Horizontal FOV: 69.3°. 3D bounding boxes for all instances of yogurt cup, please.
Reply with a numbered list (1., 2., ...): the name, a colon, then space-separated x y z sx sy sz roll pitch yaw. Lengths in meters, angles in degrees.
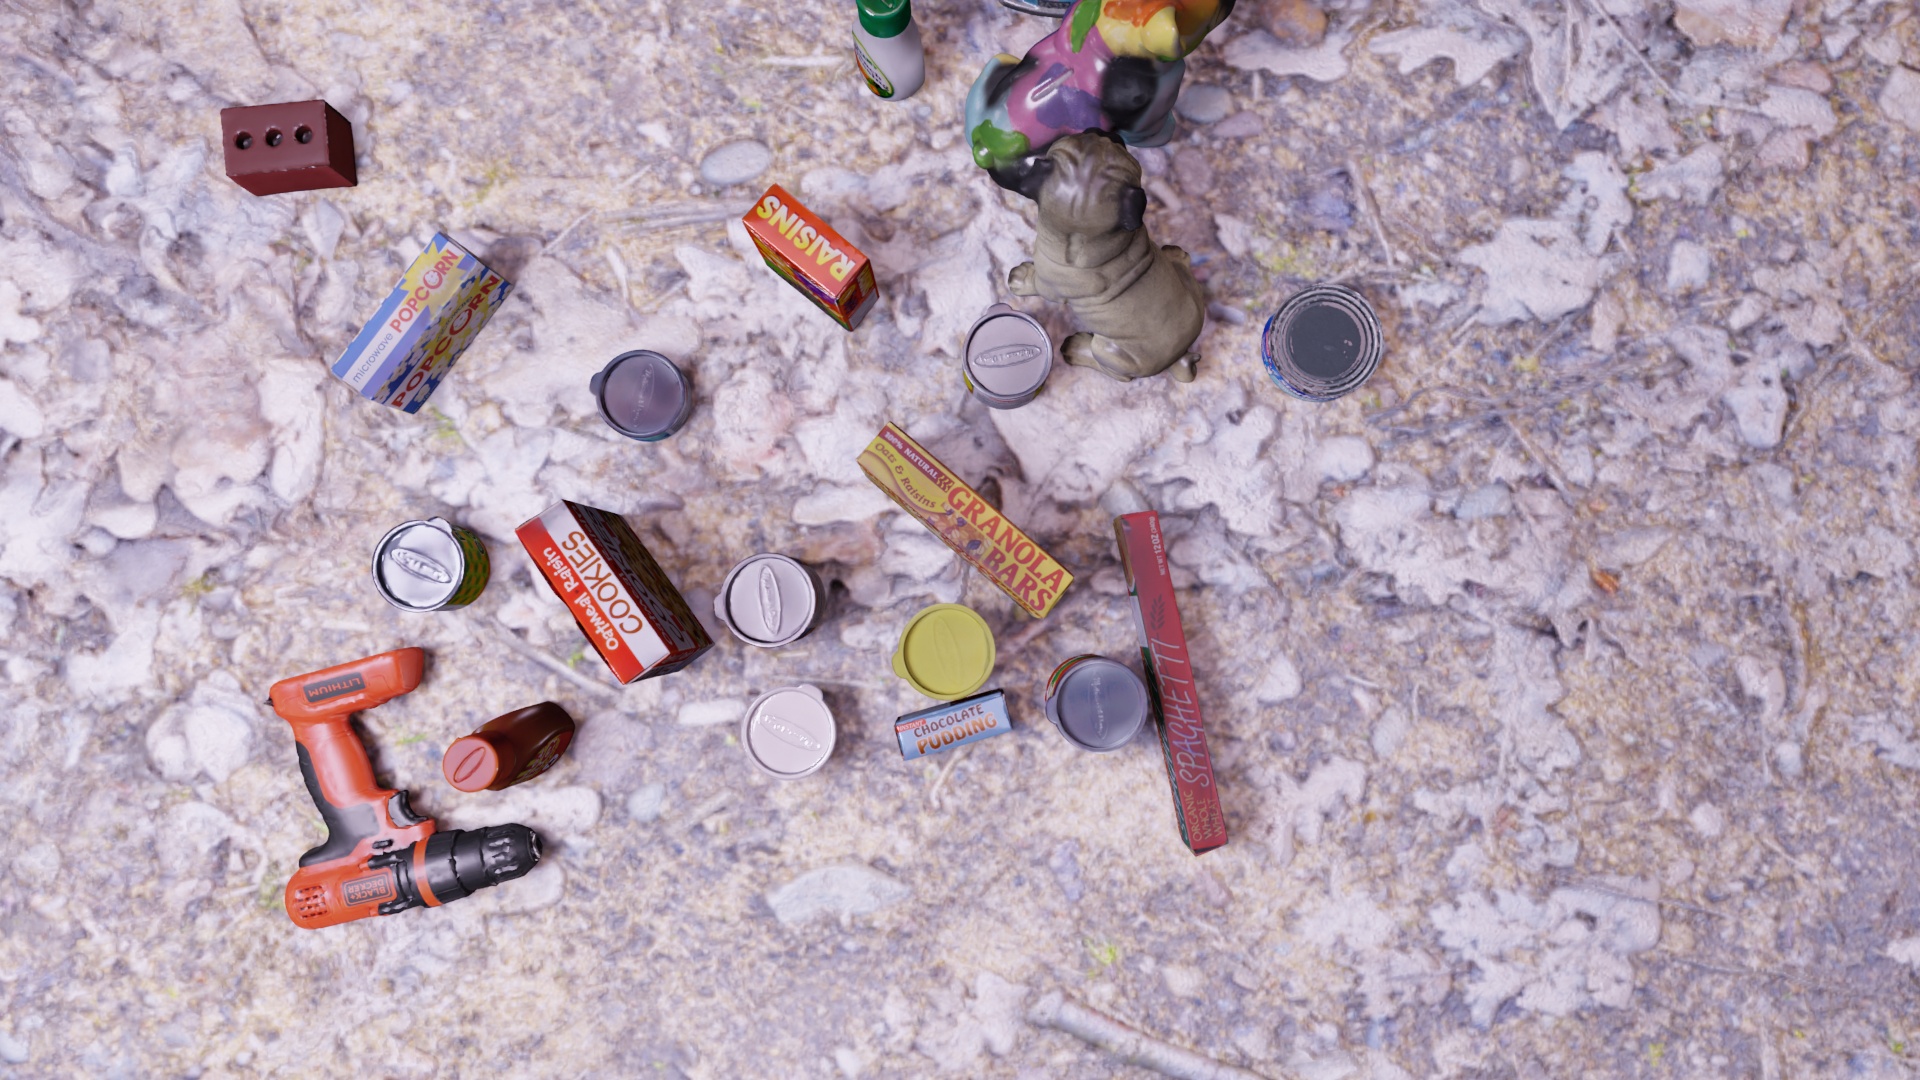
1. yogurt cup: -0.122 0.138 1.010 0.072 0.054 0.072 0 87 -1

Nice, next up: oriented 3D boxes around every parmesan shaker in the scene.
1. parmesan shaker: -0.012 0.078 0.990 0.071 0.103 0.071 0 87 0

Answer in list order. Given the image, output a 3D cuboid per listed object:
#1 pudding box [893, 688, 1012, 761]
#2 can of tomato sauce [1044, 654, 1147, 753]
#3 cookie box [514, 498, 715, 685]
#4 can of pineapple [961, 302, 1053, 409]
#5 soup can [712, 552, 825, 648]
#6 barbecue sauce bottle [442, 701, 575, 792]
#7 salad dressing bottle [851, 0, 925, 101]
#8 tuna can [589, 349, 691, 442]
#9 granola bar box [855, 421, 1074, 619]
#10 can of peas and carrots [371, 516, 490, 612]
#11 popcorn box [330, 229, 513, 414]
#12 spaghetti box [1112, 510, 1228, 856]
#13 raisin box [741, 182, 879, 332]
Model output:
1. pudding box: -0.005 0.134 1.014 0.084 0.049 0.030 -16 88 -1
2. can of tomato sauce: 0.094 0.116 0.999 0.071 0.083 0.071 0 87 0
3. cookie box: -0.234 0.037 0.958 0.040 0.167 0.123 -36 88 -2
4. can of pineapple: 0.034 -0.134 1.024 0.071 0.058 0.071 0 87 0
5. soup can: -0.136 0.043 1.000 0.071 0.084 0.071 0 87 0
6. barbecue sauce bottle: -0.314 0.146 0.960 0.043 0.148 0.065 42 88 1
7. salad dressing bottle: -0.053 -0.361 0.991 0.044 0.147 0.064 -35 88 -2
8. tuna can: -0.237 -0.107 1.033 0.071 0.033 0.071 0 87 -1
9. granola bar box: 0.004 -0.012 0.984 0.165 0.124 0.039 40 88 1
10. can of peas and carrots: -0.383 0.017 1.012 0.071 0.058 0.071 0 87 0
11. popcorn box: -0.388 -0.155 1.008 0.038 0.085 0.127 37 87 1
12. spaghetti box: 0.153 0.102 1.017 0.029 0.050 0.250 -12 87 -1
13. raisin box: -0.105 -0.199 0.994 0.086 0.123 0.040 40 88 1
